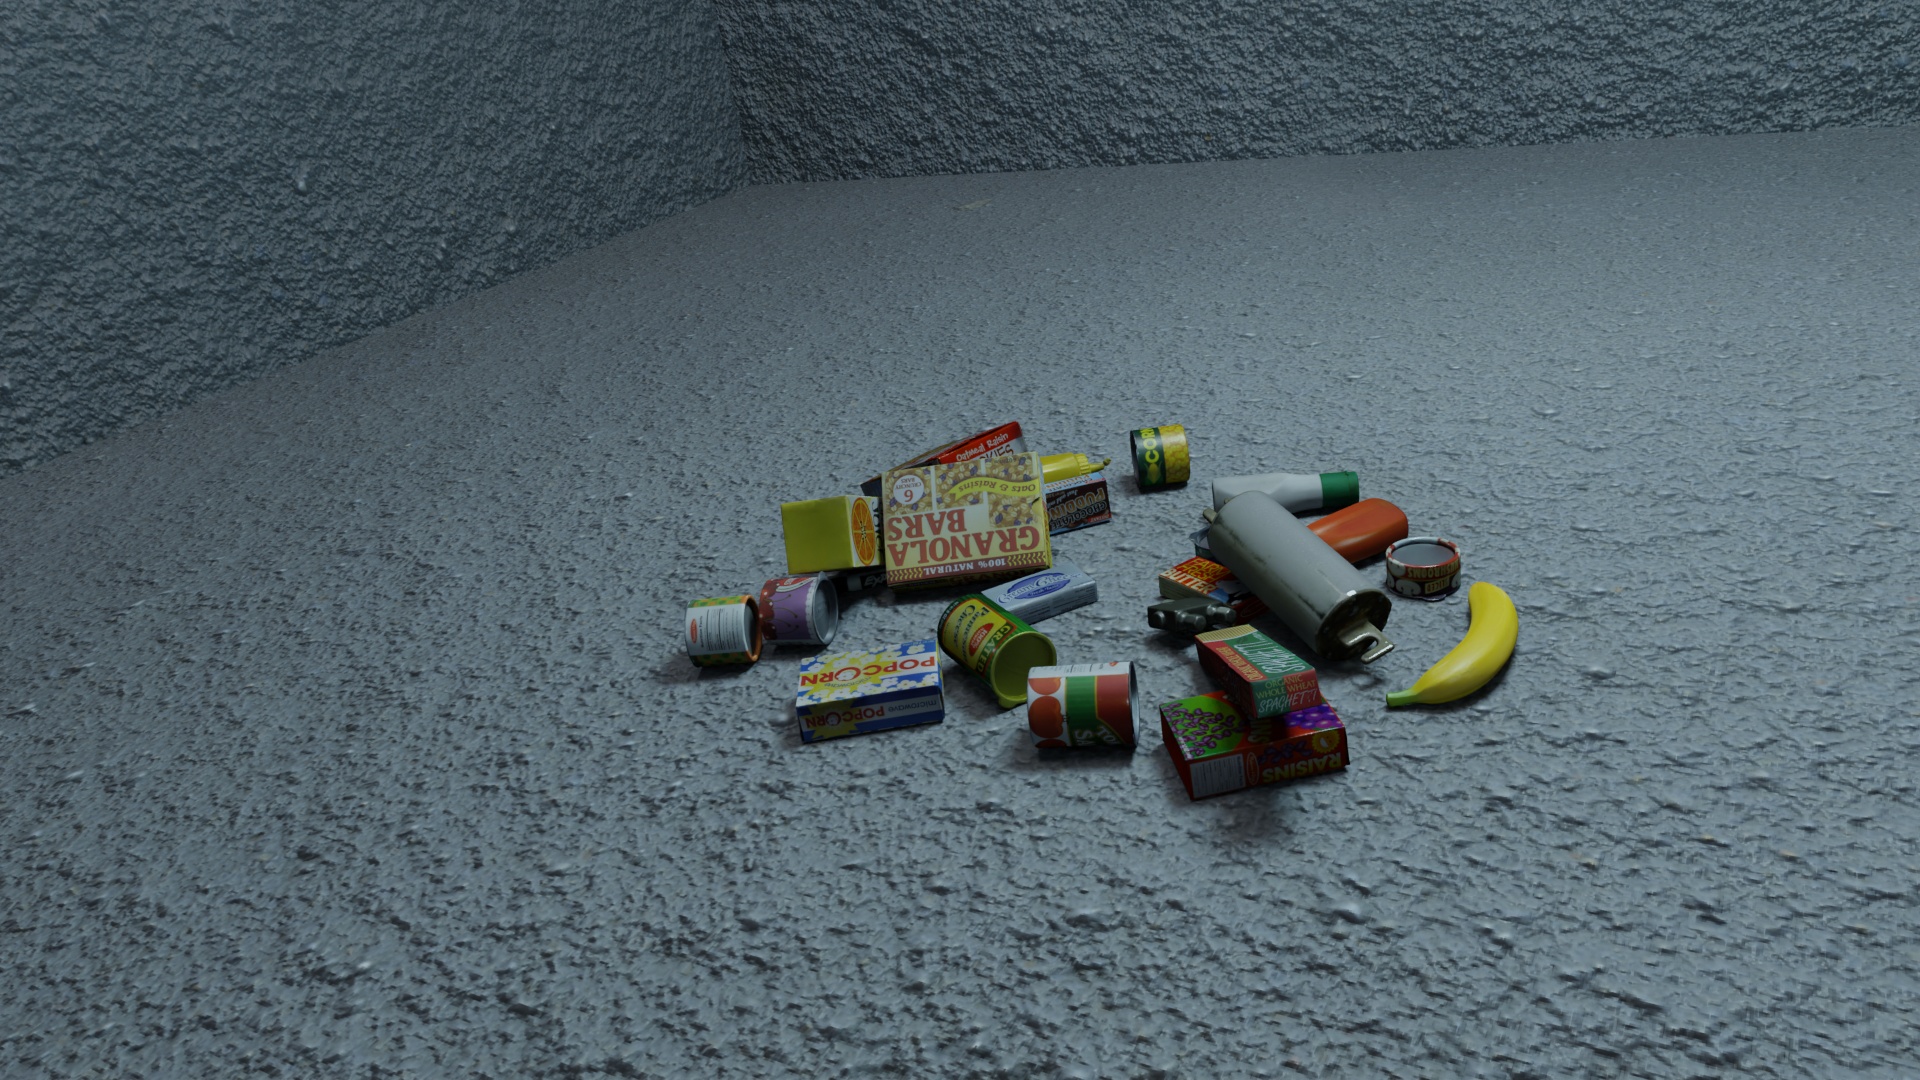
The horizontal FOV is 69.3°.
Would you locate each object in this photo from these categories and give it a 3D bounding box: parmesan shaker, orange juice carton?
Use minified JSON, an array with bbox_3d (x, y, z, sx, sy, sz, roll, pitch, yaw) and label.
[{"bbox_3d":[0.029,0.096,1.226,0.071,0.071,0.103,-20,26,-23],"label":"parmesan shaker"},{"bbox_3d":[-0.115,-0.006,1.439,0.072,0.073,0.193,-7,-1,15],"label":"orange juice carton"}]

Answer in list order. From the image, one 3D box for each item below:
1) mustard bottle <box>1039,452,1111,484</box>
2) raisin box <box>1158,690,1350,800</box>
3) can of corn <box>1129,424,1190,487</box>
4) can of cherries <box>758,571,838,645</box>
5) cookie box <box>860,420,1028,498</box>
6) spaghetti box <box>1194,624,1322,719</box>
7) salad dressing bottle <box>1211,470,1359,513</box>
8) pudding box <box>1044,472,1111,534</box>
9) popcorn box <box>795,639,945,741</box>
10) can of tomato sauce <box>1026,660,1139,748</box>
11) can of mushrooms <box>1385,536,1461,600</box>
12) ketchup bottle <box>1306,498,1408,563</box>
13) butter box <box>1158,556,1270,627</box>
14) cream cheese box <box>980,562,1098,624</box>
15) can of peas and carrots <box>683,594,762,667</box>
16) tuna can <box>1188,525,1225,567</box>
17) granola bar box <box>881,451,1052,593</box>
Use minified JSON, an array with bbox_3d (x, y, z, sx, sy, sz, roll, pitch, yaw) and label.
[{"bbox_3d":[0.097,-0.069,1.576,0.160,0.048,0.065,-13,18,-8],"label":"mustard bottle"},{"bbox_3d":[0.224,0.150,1.067,0.123,0.040,0.086,-12,23,-2],"label":"raisin box"},{"bbox_3d":[0.225,-0.097,1.565,0.058,0.071,0.071,-8,24,2],"label":"can of corn"},{"bbox_3d":[-0.157,0.066,1.348,0.058,0.071,0.072,-3,25,16],"label":"can of cherries"},{"bbox_3d":[-0.020,-0.085,1.594,0.123,0.040,0.167,-28,8,-35],"label":"cookie box"},{"bbox_3d":[0.228,0.099,1.085,0.050,0.028,0.250,-12,3,2],"label":"spaghetti box"},{"bbox_3d":[0.339,-0.048,1.451,0.148,0.043,0.064,-5,23,8],"label":"salad dressing bottle"},{"bbox_3d":[0.118,-0.039,1.502,0.084,0.049,0.030,-13,22,-9],"label":"pudding box"},{"bbox_3d":[-0.078,0.130,1.218,0.127,0.038,0.085,-9,25,1],"label":"popcorn box"},{"bbox_3d":[0.099,0.134,1.117,0.083,0.071,0.071,-5,25,12],"label":"can of tomato sauce"},{"bbox_3d":[0.425,0.025,1.272,0.071,0.033,0.071,-7,24,3],"label":"can of mushrooms"},{"bbox_3d":[0.355,0.003,1.333,0.149,0.043,0.065,-20,26,-22],"label":"ketchup bottle"},{"bbox_3d":[0.239,0.047,1.302,0.053,0.024,0.103,-23,28,-28],"label":"butter box"},{"bbox_3d":[0.076,0.054,1.345,0.104,0.024,0.053,-18,25,-18],"label":"cream cheese box"},{"bbox_3d":[-0.227,0.087,1.337,0.059,0.070,0.071,-5,25,8],"label":"can of peas and carrots"},{"bbox_3d":[0.261,0.010,1.364,0.071,0.032,0.071,-8,24,4],"label":"tuna can"},{"bbox_3d":[0.005,-0.018,1.414,0.165,0.124,0.039,-7,-19,9],"label":"granola bar box"}]
